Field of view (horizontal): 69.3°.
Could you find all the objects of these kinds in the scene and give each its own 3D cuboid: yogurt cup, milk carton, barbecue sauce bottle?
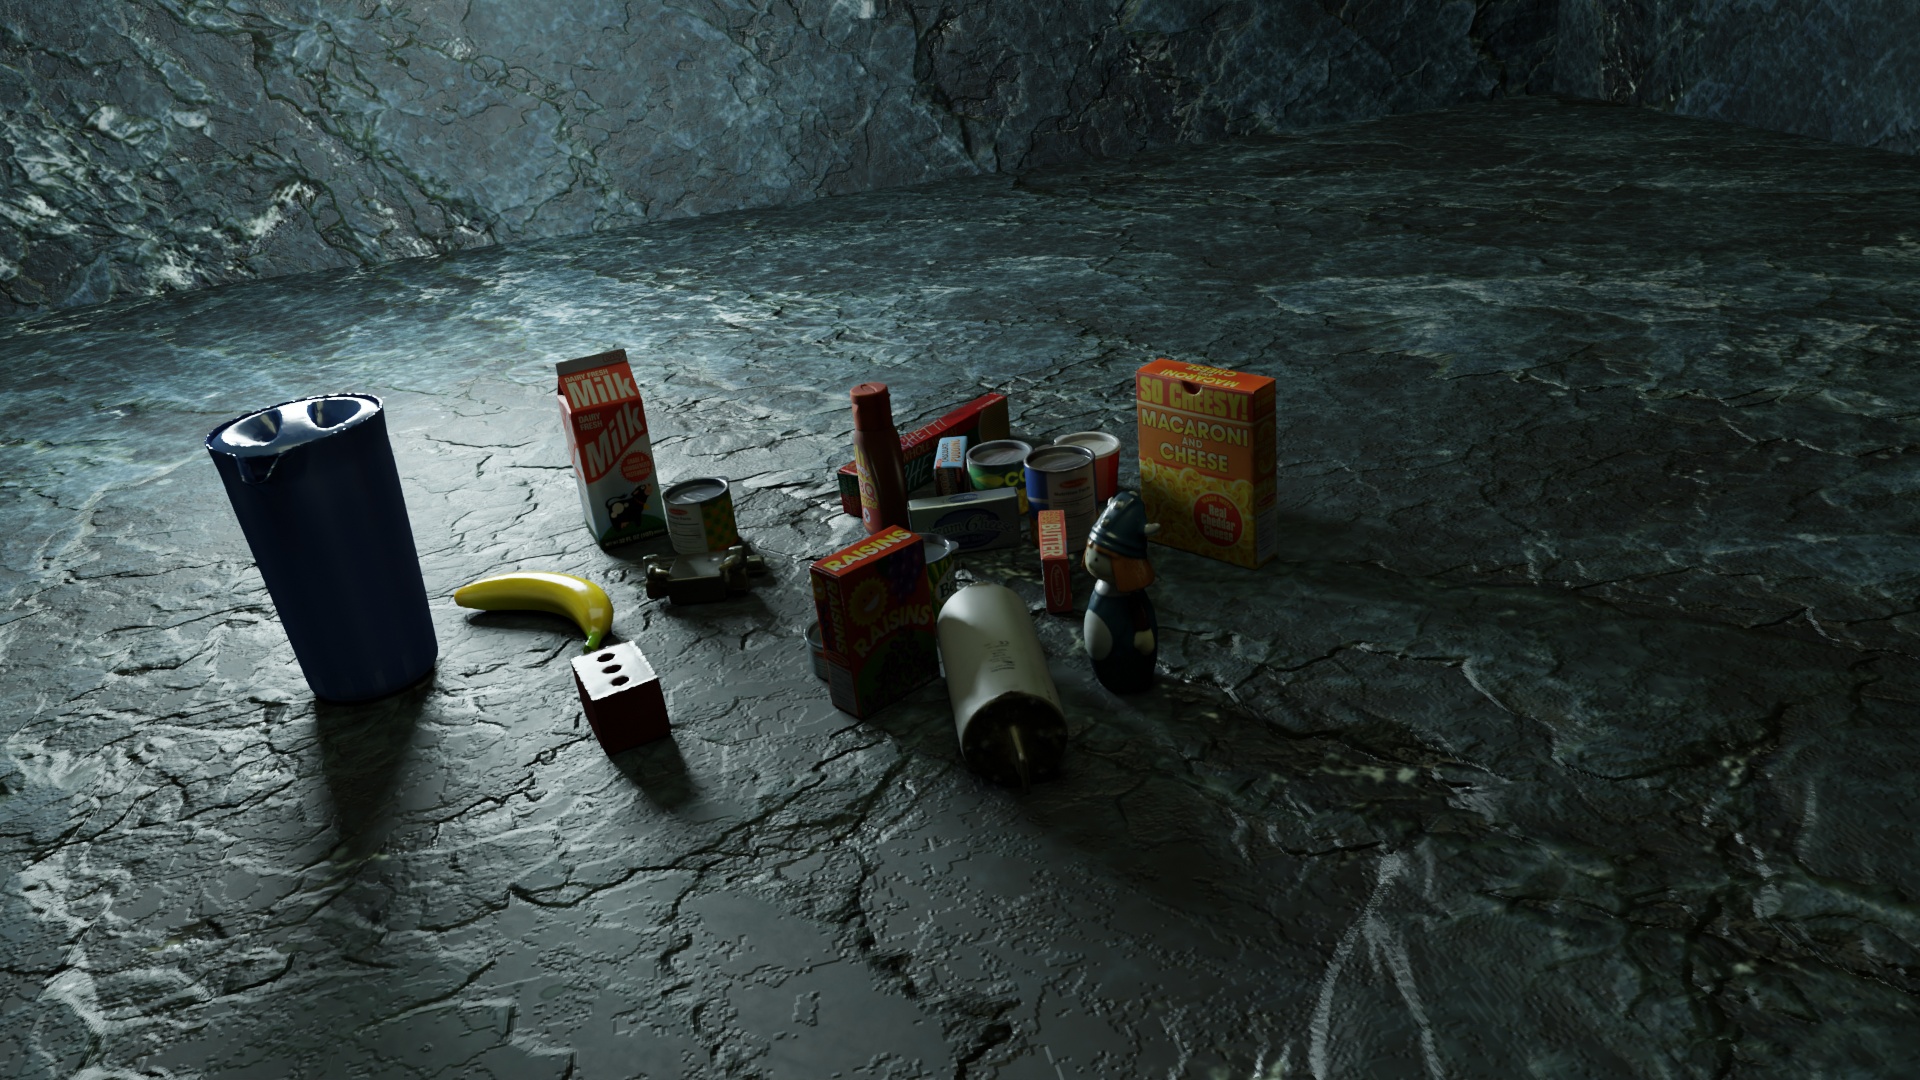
[{"bbox_3d":[0.128,-0.072,1.389,0.072,0.053,0.073,-5,25,3],"label":"yogurt cup"},{"bbox_3d":[-0.352,-0.095,1.393,0.072,0.189,0.073,-17,26,-21],"label":"milk carton"},{"bbox_3d":[-0.078,-0.077,1.338,0.044,0.148,0.065,-17,26,-21],"label":"barbecue sauce bottle"}]

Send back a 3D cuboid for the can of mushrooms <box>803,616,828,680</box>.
[{"bbox_3d":[-0.091,0.084,1.132,0.071,0.033,0.071,-5,25,3],"label":"can of mushrooms"}]

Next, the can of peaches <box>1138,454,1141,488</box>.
[{"bbox_3d":[0.205,-0.056,1.331,0.071,0.057,0.071,-5,25,3],"label":"can of peaches"}]

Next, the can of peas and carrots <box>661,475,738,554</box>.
[{"bbox_3d":[-0.255,-0.025,1.376,0.071,0.058,0.071,-5,25,3],"label":"can of peas and carrots"}]

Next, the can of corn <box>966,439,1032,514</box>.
[{"bbox_3d":[0.043,-0.061,1.380,0.071,0.058,0.071,-5,25,3],"label":"can of corn"}]

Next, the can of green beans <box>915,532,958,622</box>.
[{"bbox_3d":[-0.036,0.033,1.199,0.071,0.057,0.071,-5,25,3],"label":"can of green beans"}]

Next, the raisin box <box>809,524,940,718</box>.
[{"bbox_3d":[-0.064,0.062,1.067,0.086,0.122,0.040,-25,31,-35],"label":"raisin box"}]

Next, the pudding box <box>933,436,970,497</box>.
[{"bbox_3d":[-0.008,-0.069,1.421,0.030,0.049,0.084,-4,25,6],"label":"pudding box"}]

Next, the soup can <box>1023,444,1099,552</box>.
[{"bbox_3d":[0.094,-0.040,1.294,0.071,0.083,0.071,-5,25,3],"label":"soup can"}]

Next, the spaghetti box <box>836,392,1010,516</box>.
[{"bbox_3d":[-0.034,-0.094,1.479,0.029,0.050,0.251,14,32,38],"label":"spaghetti box"}]

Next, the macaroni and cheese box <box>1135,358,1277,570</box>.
[{"bbox_3d":[0.217,-0.068,1.226,0.124,0.165,0.040,17,33,41],"label":"macaroni and cheese box"}]

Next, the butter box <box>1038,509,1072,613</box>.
[{"bbox_3d":[0.083,0.017,1.211,0.024,0.053,0.104,-5,25,4],"label":"butter box"}]

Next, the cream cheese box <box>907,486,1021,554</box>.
[{"bbox_3d":[0.005,-0.016,1.300,0.104,0.053,0.024,-7,25,-2],"label":"cream cheese box"}]
